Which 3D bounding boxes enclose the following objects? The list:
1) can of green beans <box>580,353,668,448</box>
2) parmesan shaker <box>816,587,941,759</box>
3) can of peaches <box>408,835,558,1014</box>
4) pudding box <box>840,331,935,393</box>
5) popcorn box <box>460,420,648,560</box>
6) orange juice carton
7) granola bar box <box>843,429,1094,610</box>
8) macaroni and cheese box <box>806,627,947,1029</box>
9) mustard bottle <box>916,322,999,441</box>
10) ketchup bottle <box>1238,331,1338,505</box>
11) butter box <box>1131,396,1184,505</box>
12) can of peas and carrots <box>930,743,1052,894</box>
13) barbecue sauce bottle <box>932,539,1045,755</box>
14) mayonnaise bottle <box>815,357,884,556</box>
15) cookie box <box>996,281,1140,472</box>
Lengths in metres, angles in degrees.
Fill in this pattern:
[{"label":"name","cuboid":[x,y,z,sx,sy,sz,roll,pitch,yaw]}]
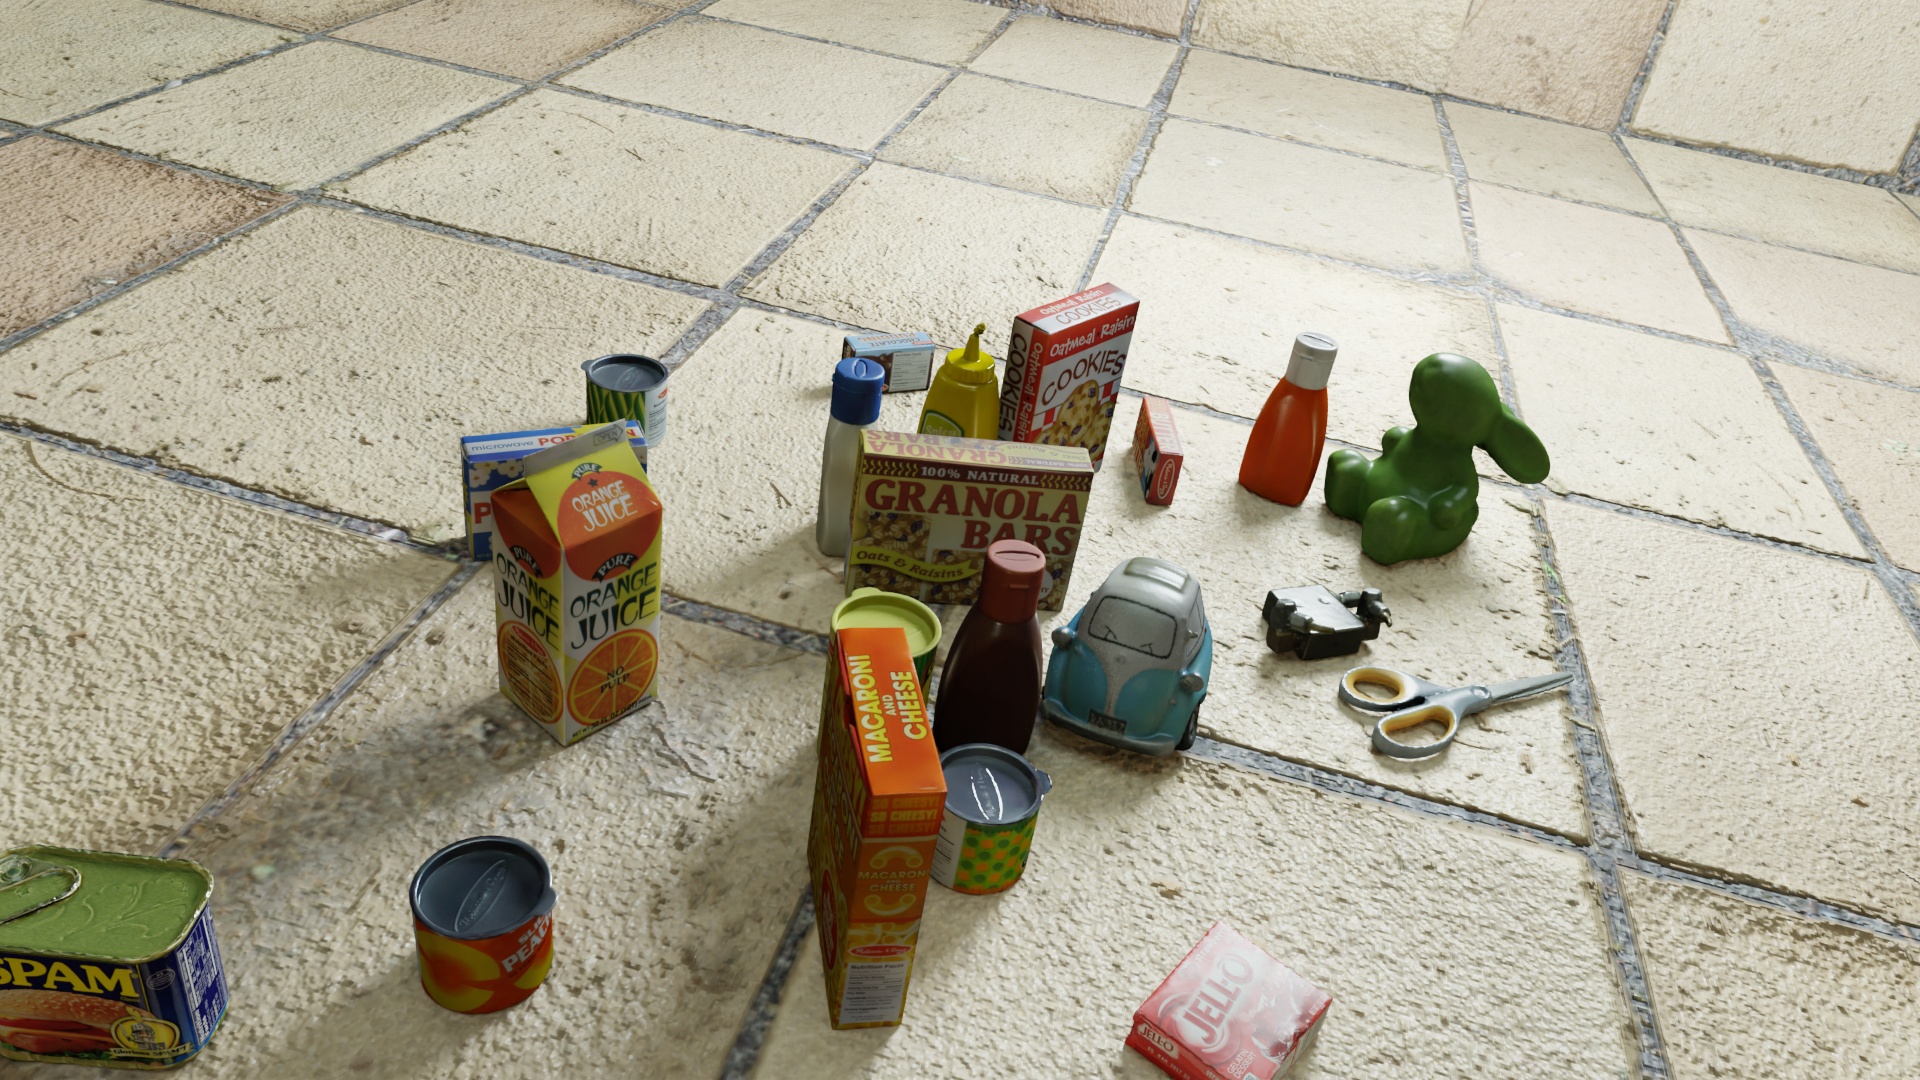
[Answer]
[{"label":"can of green beans","cuboid":[-0.275,-0.114,1.145,0.071,0.057,0.071,7,33,-4]},{"label":"parmesan shaker","cuboid":[-0.052,0.090,0.854,0.071,0.102,0.072,7,33,-4]},{"label":"can of peaches","cuboid":[-0.236,0.192,0.693,0.071,0.057,0.071,7,33,-4]},{"label":"pudding box","cuboid":[-0.068,-0.163,1.281,0.084,0.049,0.030,-8,37,-26]},{"label":"popcorn box","cuboid":[-0.291,-0.037,0.999,0.127,0.084,0.038,-8,37,-25]},{"label":"orange juice carton","cuboid":[-0.230,0.020,0.832,0.073,0.191,0.072,31,39,29]},{"label":"granola bar box","cuboid":[0.004,-0.013,1.005,0.166,0.123,0.039,4,33,-9]},{"label":"macaroni and cheese box","cuboid":[-0.048,0.147,0.712,0.040,0.165,0.124,0,34,-14]},{"label":"mustard bottle","cuboid":[0.000,-0.101,1.104,0.065,0.159,0.049,28,37,26]},{"label":"ketchup bottle","cuboid":[0.287,-0.106,1.197,0.065,0.148,0.044,26,36,23]},{"label":"butter box","cuboid":[0.172,-0.080,1.214,0.024,0.052,0.104,6,33,-5]},{"label":"can of peas and carrots","cuboid":[0.013,0.161,0.805,0.071,0.058,0.071,7,33,-4]},{"label":"barbecue sauce bottle","cuboid":[0.023,0.070,0.863,0.065,0.147,0.044,3,34,-10]},{"label":"mayonnaise bottle","cuboid":[-0.082,-0.063,1.036,0.041,0.147,0.065,6,33,-6]},{"label":"cookie box","cuboid":[0.082,-0.118,1.145,0.040,0.166,0.123,31,39,29]}]
